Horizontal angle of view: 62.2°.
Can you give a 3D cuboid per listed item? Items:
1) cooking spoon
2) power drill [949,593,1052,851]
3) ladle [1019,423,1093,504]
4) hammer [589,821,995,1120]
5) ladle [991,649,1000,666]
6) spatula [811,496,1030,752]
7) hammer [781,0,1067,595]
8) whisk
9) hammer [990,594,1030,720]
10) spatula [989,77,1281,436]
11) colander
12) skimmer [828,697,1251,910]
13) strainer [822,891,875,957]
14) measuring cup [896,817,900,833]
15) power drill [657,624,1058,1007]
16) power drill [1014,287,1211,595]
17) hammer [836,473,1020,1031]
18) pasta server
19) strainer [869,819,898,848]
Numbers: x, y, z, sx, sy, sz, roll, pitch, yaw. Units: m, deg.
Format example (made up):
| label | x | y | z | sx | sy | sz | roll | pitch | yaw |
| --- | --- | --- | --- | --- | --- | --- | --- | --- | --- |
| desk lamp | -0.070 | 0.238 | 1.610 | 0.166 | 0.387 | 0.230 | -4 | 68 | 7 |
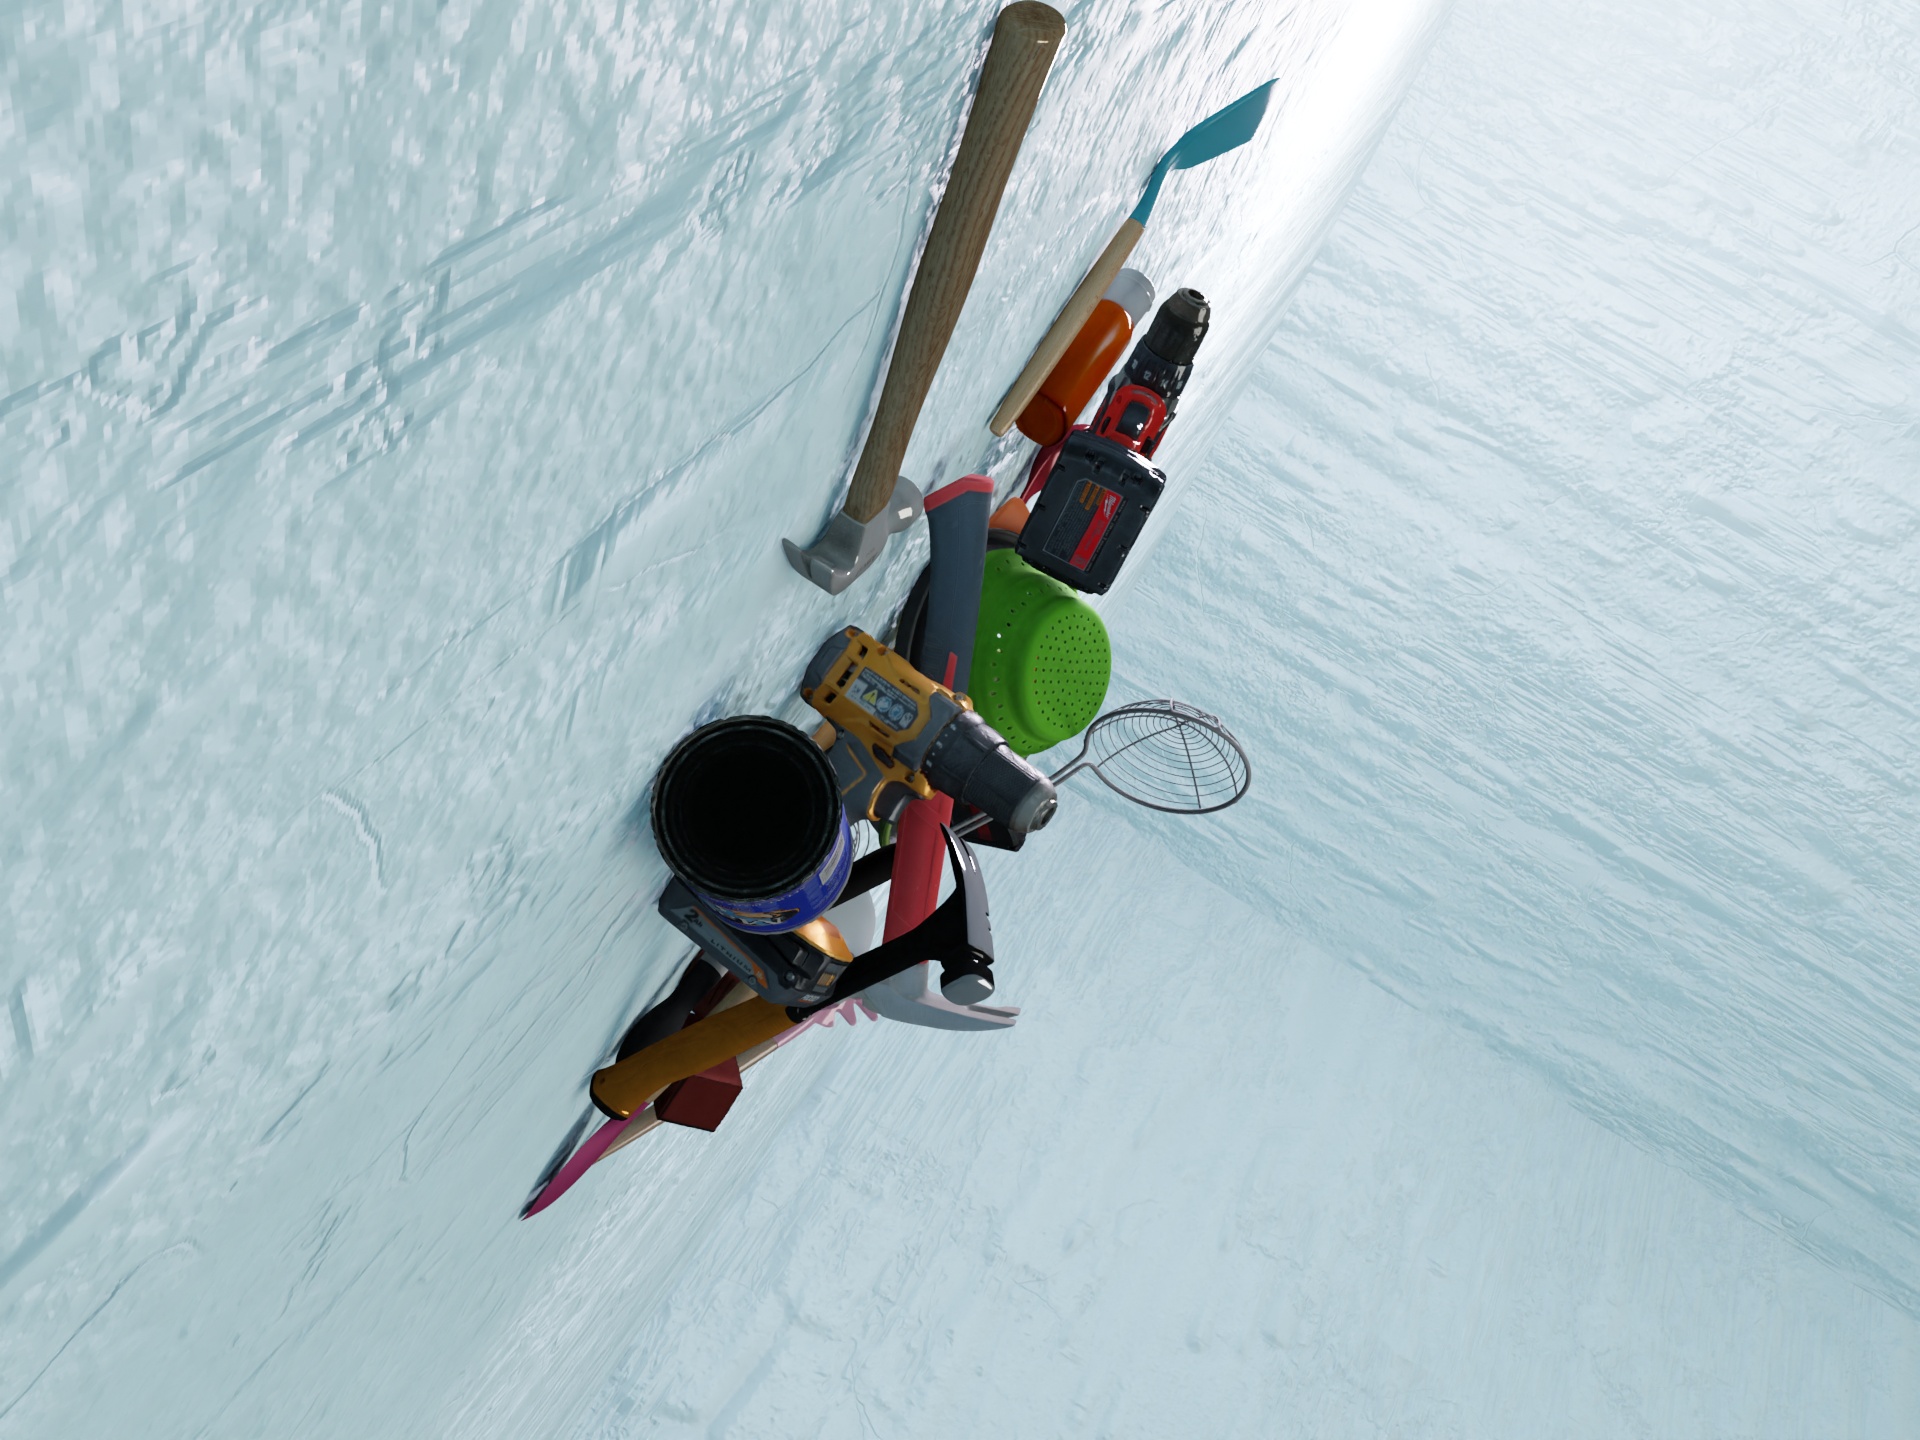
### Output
| label | x | y | z | sx | sy | sz | roll | pitch | yaw |
| --- | --- | --- | --- | --- | --- | --- | --- | --- | --- |
| cooking spoon | -0.222 | 0.267 | 1.202 | 0.319 | 0.017 | 0.069 | -46 | 177 | 6 |
| power drill | 0.044 | -0.004 | 1.447 | 0.143 | 0.078 | 0.220 | 73 | 34 | -51 |
| ladle | 0.018 | -0.136 | 1.333 | 0.315 | 0.031 | 0.069 | -54 | 170 | -18 |
| hammer | -0.124 | 0.191 | 1.089 | 0.337 | 0.034 | 0.127 | -28 | -137 | 22 |
| ladle | -0.004 | -0.031 | 1.458 | 0.078 | 0.062 | 0.320 | -55 | 176 | 9 |
| spatula | -0.035 | -0.054 | 1.227 | 0.323 | 0.041 | 0.081 | -50 | 128 | -35 |
| hammer | -0.019 | -0.187 | 0.776 | 0.130 | 0.031 | 0.331 | -53 | 171 | -43 |
| whisk | -0.167 | 0.162 | 1.228 | 0.285 | 0.070 | 0.070 | -50 | 171 | -27 |
| hammer | 0.091 | -0.148 | 1.412 | 0.411 | 0.038 | 0.146 | -65 | -177 | -23 |
| spatula | 0.120 | -0.325 | 1.125 | 0.317 | 0.044 | 0.082 | -56 | 177 | -7 |
| colander | -0.002 | -0.004 | 1.184 | 0.397 | 0.094 | 0.204 | -37 | 124 | -36 |
| skimmer | 0.038 | 0.087 | 1.198 | 0.363 | 0.090 | 0.127 | -26 | 136 | -3 |
| strainer | -0.109 | 0.165 | 1.411 | 0.340 | 0.095 | 0.211 | -56 | 175 | 26 |
| measuring cup | -0.043 | 0.029 | 1.245 | 0.029 | 0.062 | 0.157 | 76 | 10 | -75 |
| power drill | -0.063 | 0.075 | 1.016 | 0.226 | 0.185 | 0.084 | -55 | 161 | -2 |
| power drill | 0.129 | -0.222 | 1.237 | 0.187 | 0.080 | 0.227 | -63 | 180 | 39 |
| hammer | -0.004 | 0.027 | 1.092 | 0.038 | 0.143 | 0.386 | -49 | 149 | -74 |
| pasta server | -0.175 | 0.289 | 1.332 | 0.316 | 0.040 | 0.060 | -29 | 157 | -27 |
| strainer | -0.016 | 0.029 | 1.543 | 0.256 | 0.069 | 0.151 | -35 | 153 | -46 |
